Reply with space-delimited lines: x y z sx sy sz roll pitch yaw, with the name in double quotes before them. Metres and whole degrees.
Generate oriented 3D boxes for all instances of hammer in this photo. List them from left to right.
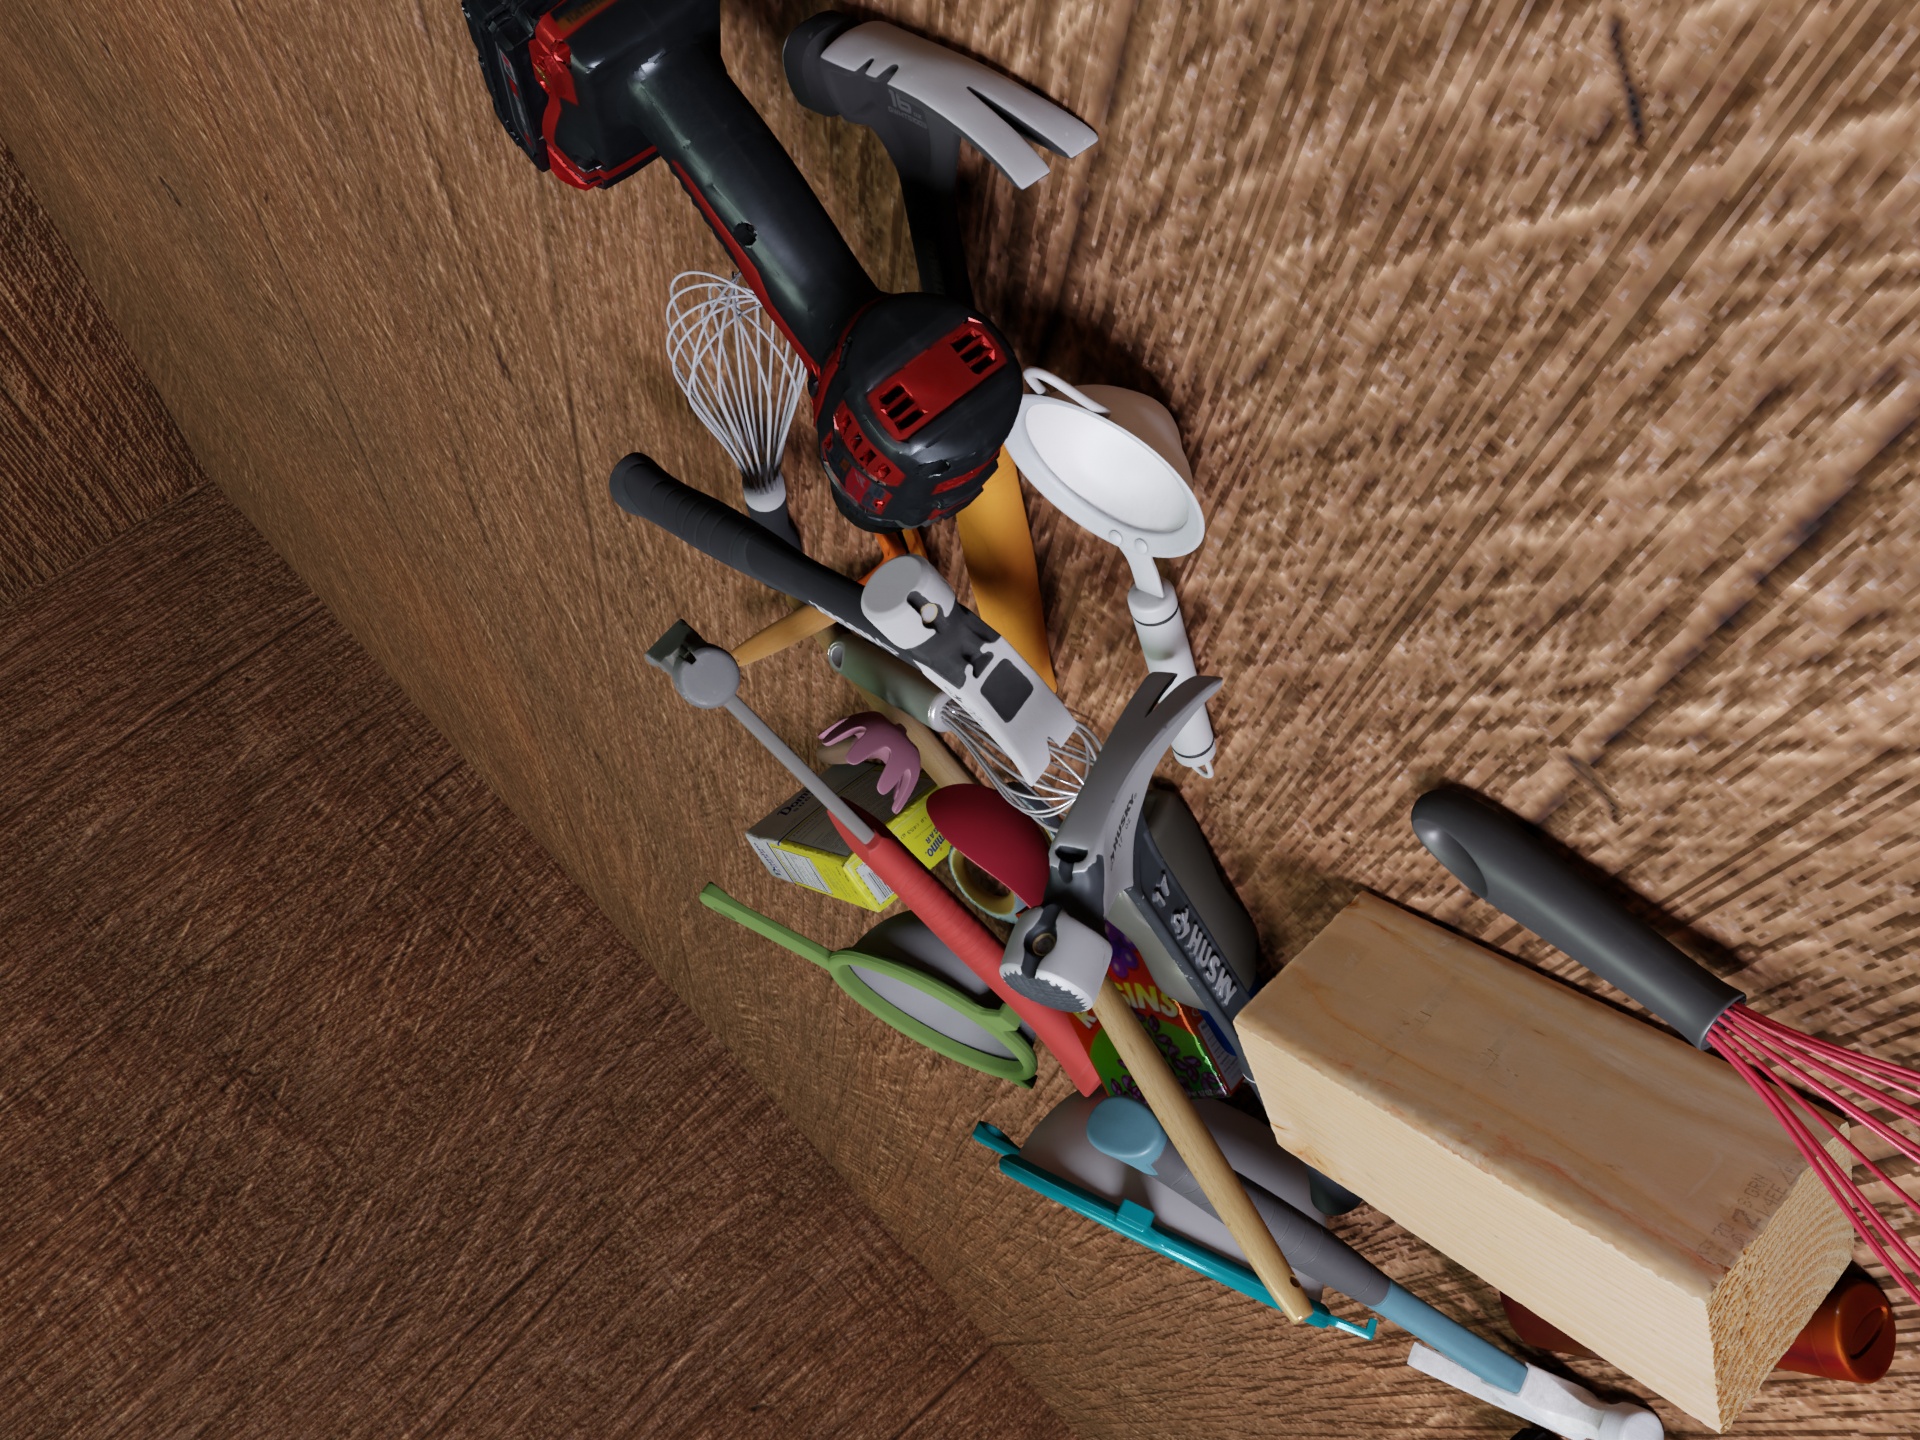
"hammer" -0.077 -0.068 0.759 0.335 0.035 0.146 31 171 46
"hammer" -0.036 0.081 0.887 0.359 0.037 0.149 46 174 -17
"hammer" 0.012 -0.112 0.651 0.127 0.034 0.336 37 156 32
"hammer" 0.131 0.136 0.722 0.036 0.149 0.408 7 151 32
"hammer" 0.202 0.284 0.815 0.330 0.033 0.128 35 162 -16

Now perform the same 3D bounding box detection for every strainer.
"strainer" -0.051 0.146 1.043 0.256 0.069 0.151 24 158 19
"strainer" 0.108 0.270 1.007 0.210 0.095 0.340 31 168 -23
"strainer" 0.073 -0.054 0.620 0.087 0.050 0.258 25 155 34

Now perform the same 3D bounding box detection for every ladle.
"ladle" 0.075 0.146 0.773 0.031 0.069 0.316 -50 58 30

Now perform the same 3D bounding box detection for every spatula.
"spatula" -0.080 -0.060 0.895 0.081 0.041 0.322 61 153 -6

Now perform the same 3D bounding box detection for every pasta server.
"pasta server" -0.069 0.022 0.984 0.060 0.040 0.316 45 170 -7

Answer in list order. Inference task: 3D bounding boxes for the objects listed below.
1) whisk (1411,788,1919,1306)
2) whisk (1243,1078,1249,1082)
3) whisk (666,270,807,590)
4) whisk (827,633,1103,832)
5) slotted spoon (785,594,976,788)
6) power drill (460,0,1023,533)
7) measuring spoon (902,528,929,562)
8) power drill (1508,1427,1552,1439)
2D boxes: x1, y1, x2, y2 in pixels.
"whisk" 0.259 0.109 0.505 0.296 0.073 0.073 41 159 38
"whisk" 0.120 0.190 0.948 0.055 0.055 0.239 55 154 -15
"whisk" -0.106 -0.138 0.825 0.070 0.070 0.284 44 163 15
"whisk" -0.001 -0.003 0.857 0.247 0.059 0.057 30 115 48
"slotted spoon" -0.002 0.040 0.955 0.314 0.031 0.070 50 147 5
"power drill" -0.070 -0.164 0.578 0.226 0.080 0.188 52 171 -3
"measuring spoon" -0.012 -0.070 0.811 0.021 0.011 0.116 47 162 54
"power drill" 0.370 0.450 0.842 0.143 0.078 0.219 48 156 1
